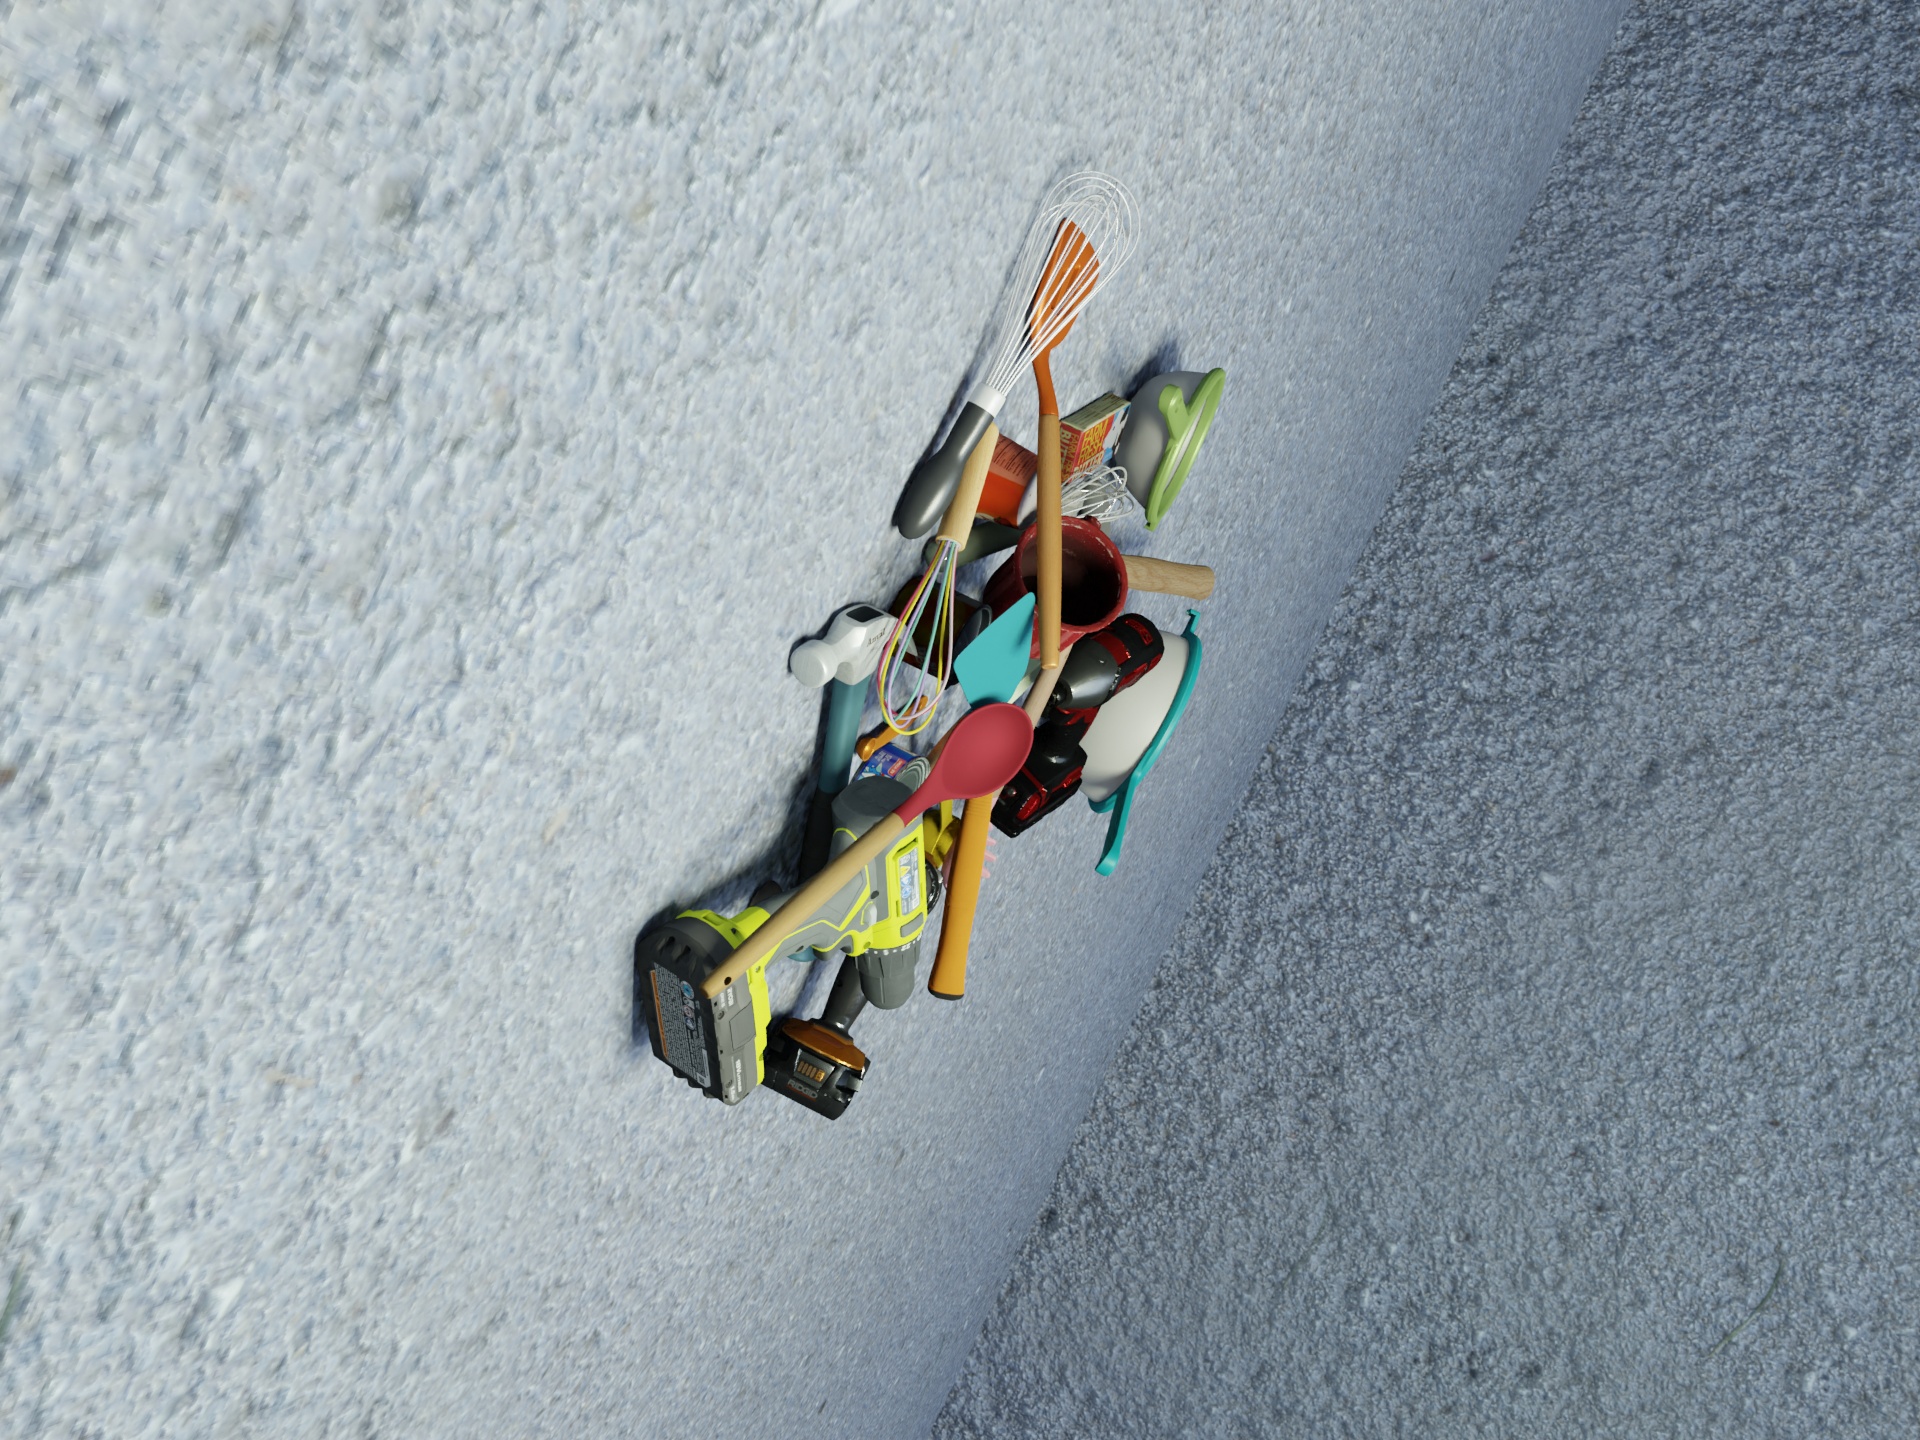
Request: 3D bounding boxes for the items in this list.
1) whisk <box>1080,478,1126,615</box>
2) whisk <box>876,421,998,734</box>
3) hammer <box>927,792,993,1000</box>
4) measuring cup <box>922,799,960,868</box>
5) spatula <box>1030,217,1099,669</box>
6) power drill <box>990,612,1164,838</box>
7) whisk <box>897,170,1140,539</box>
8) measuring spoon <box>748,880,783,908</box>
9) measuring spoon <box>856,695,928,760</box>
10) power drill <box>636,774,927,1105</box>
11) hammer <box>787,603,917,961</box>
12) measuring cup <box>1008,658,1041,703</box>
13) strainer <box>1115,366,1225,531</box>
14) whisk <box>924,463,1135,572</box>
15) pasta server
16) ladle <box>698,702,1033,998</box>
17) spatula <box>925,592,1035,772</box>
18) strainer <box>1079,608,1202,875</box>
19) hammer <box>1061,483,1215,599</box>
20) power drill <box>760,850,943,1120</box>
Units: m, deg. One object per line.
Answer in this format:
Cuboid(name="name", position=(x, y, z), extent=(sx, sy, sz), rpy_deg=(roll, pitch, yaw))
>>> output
Cuboid(name="whisk", position=(0.130, -0.144, 1.518), extent=(0.055, 0.055, 0.238), rpy_deg=(-54, 156, -26))
Cuboid(name="whisk", position=(-0.012, -0.102, 1.108), extent=(0.051, 0.047, 0.245), rpy_deg=(141, -32, -66))
Cuboid(name="hammer", position=(0.017, 0.066, 1.309), extent=(0.127, 0.034, 0.337), rpy_deg=(-134, -126, -84))
Cuboid(name="measuring cup", position=(-0.024, 0.075, 1.422), extent=(0.062, 0.029, 0.156), rpy_deg=(-50, 155, -37))
Cuboid(name="spatula", position=(0.072, -0.195, 1.139), extent=(0.081, 0.041, 0.323), rpy_deg=(26, 62, -64))
Cuboid(name="power drill", position=(0.089, 0.003, 1.441), extent=(0.143, 0.078, 0.219), rpy_deg=(-31, 161, -43))
Cuboid(name="whisk", position=(0.036, -0.247, 1.092), extent=(0.284, 0.070, 0.070), rpy_deg=(-59, 162, 2))
Cuboid(name="measuring spoon", position=(-0.162, 0.178, 1.191), extent=(0.124, 0.018, 0.034), rpy_deg=(-64, 162, 6))
Cuboid(name="measuring spoon", position=(-0.054, 0.003, 1.267), extent=(0.117, 0.011, 0.021), rpy_deg=(-42, 152, -57))
Cuboid(name="power drill", position=(-0.109, 0.166, 1.121), extent=(0.228, 0.080, 0.190), rpy_deg=(-32, 132, -40))
Cuboid(name="hammer", position=(-0.097, 0.057, 1.179), extent=(0.128, 0.033, 0.330), rpy_deg=(-41, 152, -48))
Cuboid(name="measuring cup", position=(0.055, -0.052, 1.448), extent=(0.167, 0.038, 0.083), rpy_deg=(-44, 154, -42))
Cuboid(name="strainer", position=(0.169, -0.262, 1.391), extent=(0.151, 0.069, 0.256), rpy_deg=(-64, 169, 2))
Cuboid(name="whisk", position=(0.057, -0.156, 1.250), extent=(0.246, 0.058, 0.059), rpy_deg=(-26, 150, -44))
Cuboid(name="pasta server", position=(0.042, 0.049, 1.382), extent=(0.060, 0.040, 0.316), rpy_deg=(-41, 161, -47))
Cuboid(name="ladle", position=(-0.059, 0.084, 1.070), extent=(0.315, 0.031, 0.069), rpy_deg=(-40, 127, -34))
Cuboid(name="spatula", position=(-0.002, -0.004, 1.235), extent=(0.082, 0.044, 0.317), rpy_deg=(-43, 177, -23))
Cuboid(name="strainer", position=(0.140, 0.021, 1.591), extent=(0.211, 0.095, 0.341), rpy_deg=(-55, -171, 38))
Cuboid(name="hammer", position=(0.157, -0.136, 1.478), extent=(0.331, 0.031, 0.130), rpy_deg=(0, 107, -57))
Cuboid(name="power drill", position=(-0.081, 0.207, 1.303), extent=(0.226, 0.084, 0.185), rpy_deg=(-63, 180, -8))
